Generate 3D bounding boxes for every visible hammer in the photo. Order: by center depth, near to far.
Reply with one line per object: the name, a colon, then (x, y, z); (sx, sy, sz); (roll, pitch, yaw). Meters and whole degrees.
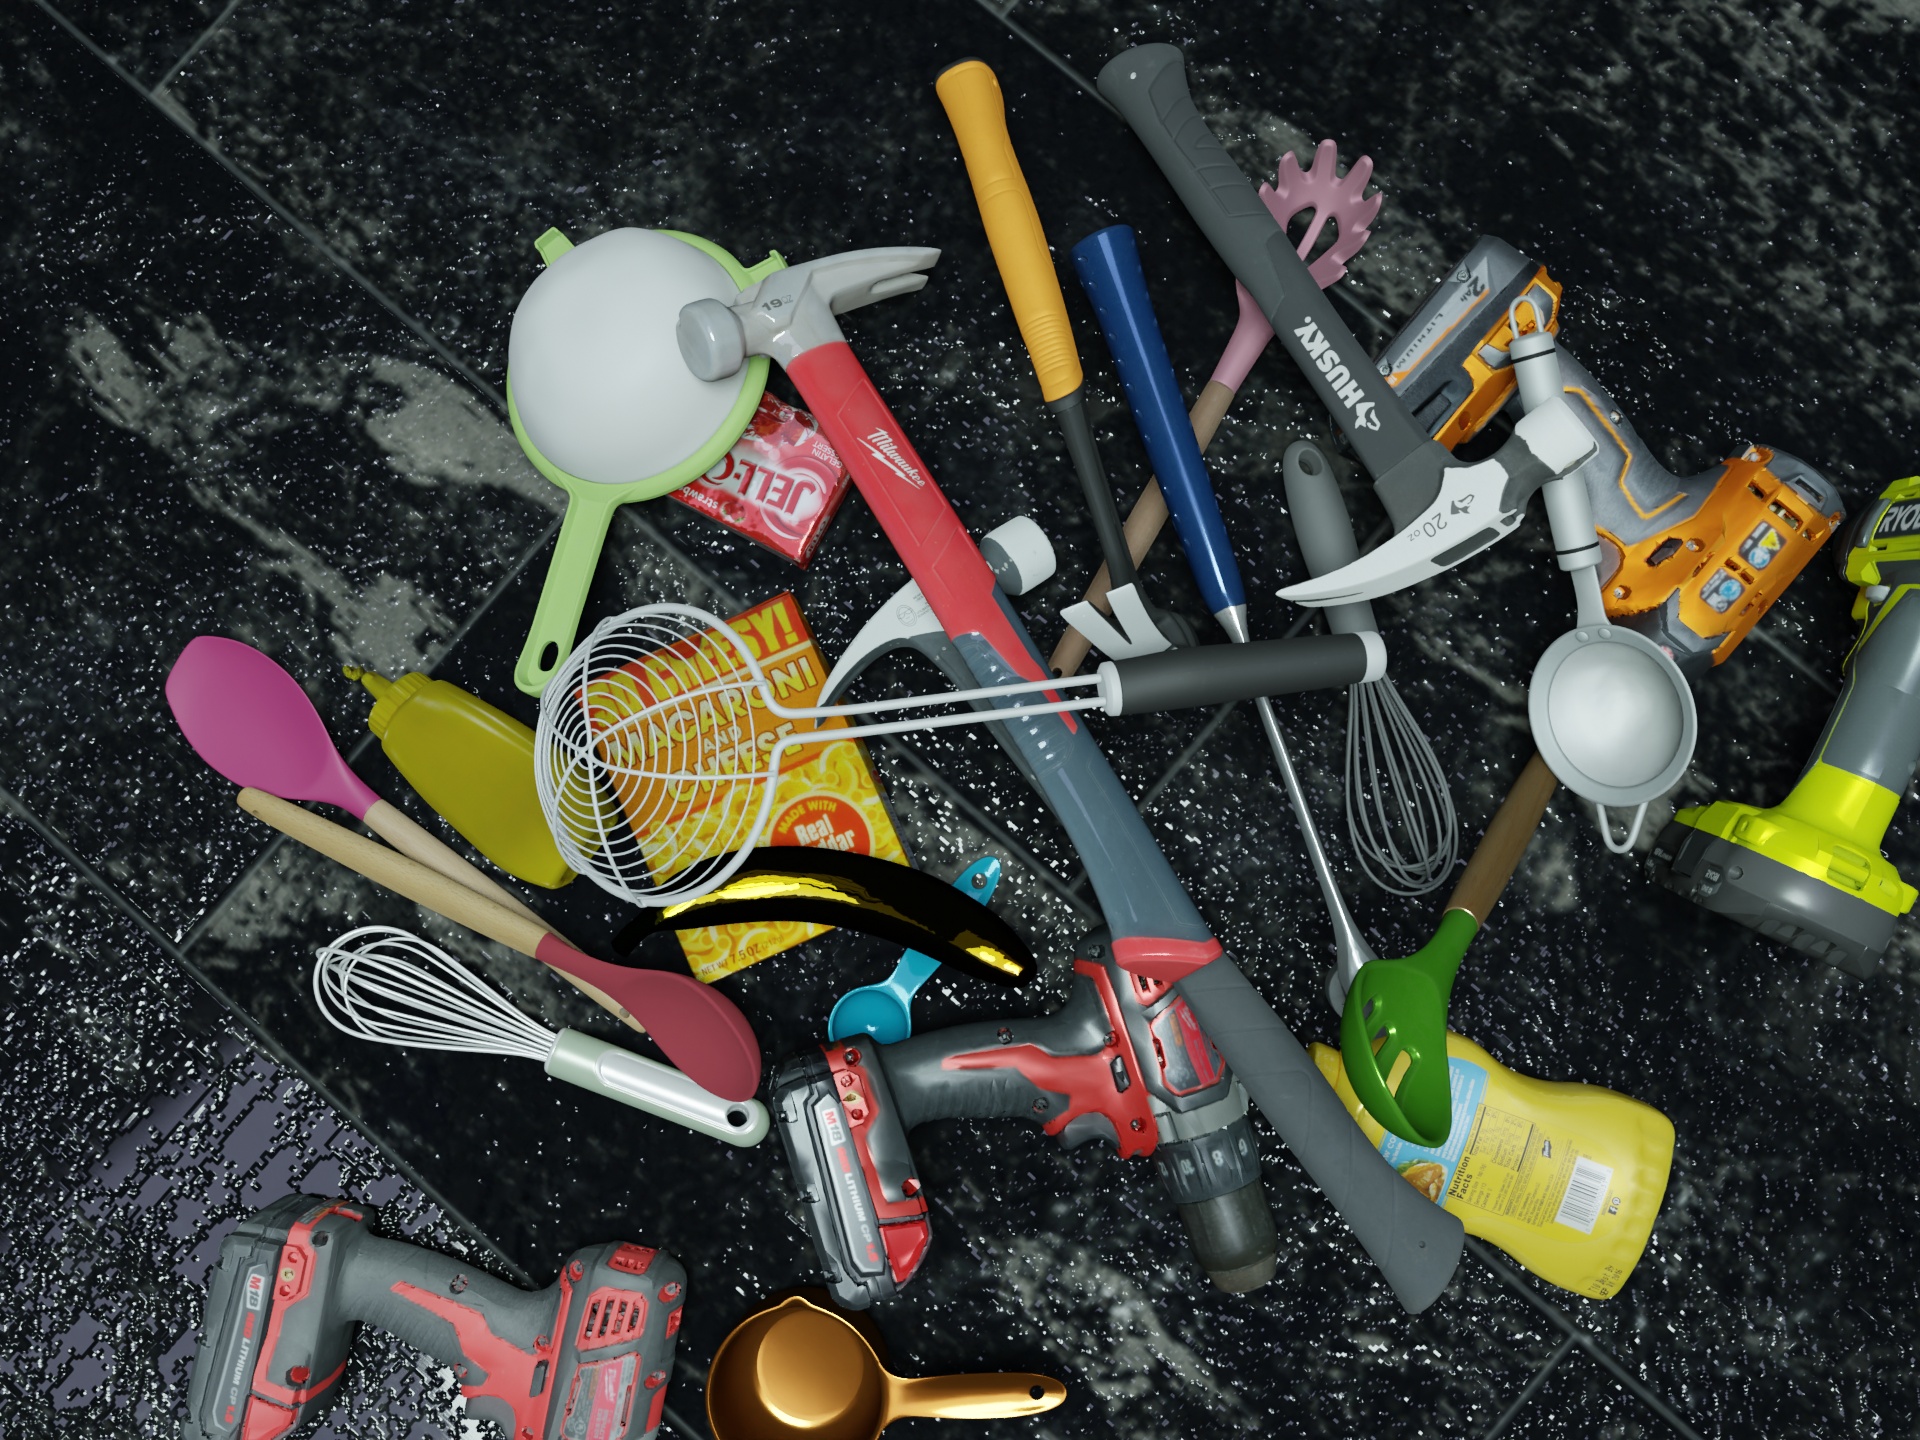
hammer: (0.090, 0.093, 0.744); (0.149, 0.036, 0.409); (-33, 76, -17)
hammer: (0.019, -0.057, 0.749); (0.143, 0.038, 0.386); (-25, 77, -28)
hammer: (0.133, -0.043, 0.756); (0.035, 0.144, 0.405); (-19, 85, 7)
hammer: (0.151, -0.207, 0.769); (0.146, 0.035, 0.335); (-40, 62, 26)
hammer: (0.042, -0.185, 0.780); (0.034, 0.127, 0.337); (-21, 73, 18)

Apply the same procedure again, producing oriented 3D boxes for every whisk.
whisk: (0.200, -0.029, 0.804); (0.055, 0.055, 0.239); (-14, 81, 2)
whisk: (-0.213, 0.164, 0.808); (0.246, 0.059, 0.058); (21, 62, 0)

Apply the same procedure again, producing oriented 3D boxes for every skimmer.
skimmer: (-0.001, -0.002, 0.688); (0.363, 0.090, 0.127); (-7, 82, -10)

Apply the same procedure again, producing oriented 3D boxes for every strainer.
strainer: (0.289, -0.069, 0.733); (0.050, 0.087, 0.258); (-21, 99, -33)
strainer: (-0.190, -0.140, 0.795); (0.151, 0.069, 0.256); (12, 81, 19)

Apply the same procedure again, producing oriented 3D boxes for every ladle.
ladle: (-0.233, 0.104, 0.801); (0.315, 0.031, 0.069); (25, 131, 10)

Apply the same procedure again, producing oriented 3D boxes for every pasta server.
pasta server: (0.121, -0.150, 0.818); (0.060, 0.040, 0.316); (30, 89, 11)

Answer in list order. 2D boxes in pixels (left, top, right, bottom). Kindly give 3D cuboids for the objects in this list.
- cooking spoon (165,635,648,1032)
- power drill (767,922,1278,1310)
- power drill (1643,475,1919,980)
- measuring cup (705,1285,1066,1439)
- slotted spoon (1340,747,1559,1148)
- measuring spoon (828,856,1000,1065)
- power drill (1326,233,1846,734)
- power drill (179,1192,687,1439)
cooking spoon: (-0.287, 0.063, 0.831); (0.319, 0.017, 0.068); (36, 100, 5)
power drill: (0.036, 0.209, 0.766); (0.226, 0.080, 0.188); (-17, 85, -11)
power drill: (0.414, -0.005, 0.737); (0.080, 0.171, 0.223); (26, 96, 4)
measuring cup: (-0.036, 0.325, 0.784); (0.173, 0.052, 0.095); (-1, 86, 1)
slotted spoon: (0.226, 0.077, 0.695); (0.031, 0.314, 0.070); (-27, 99, 41)
measuring spoon: (-0.021, 0.123, 0.818); (0.042, 0.021, 0.128); (38, 79, -1)
power drill: (0.296, -0.110, 0.787); (0.226, 0.084, 0.164); (40, 90, 1)
power drill: (-0.253, 0.319, 0.785); (0.219, 0.078, 0.143); (10, 87, 1)
